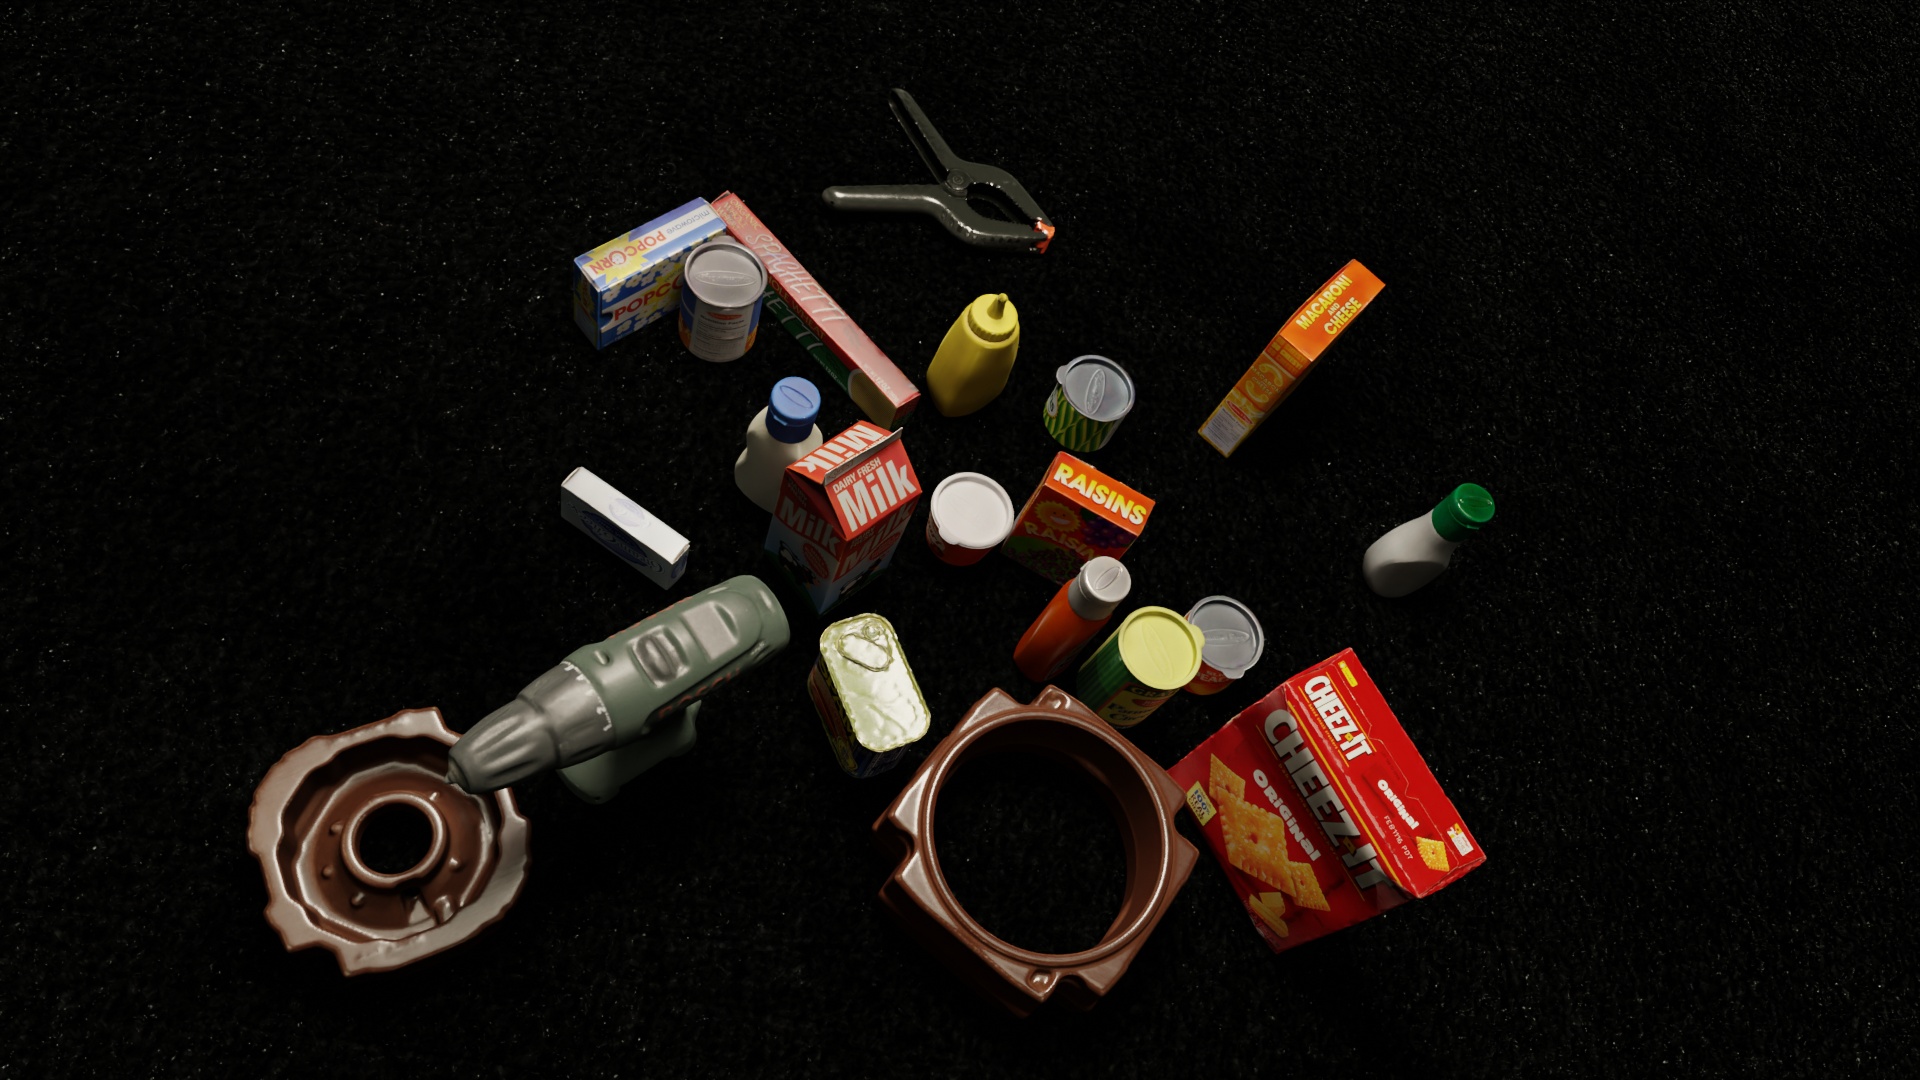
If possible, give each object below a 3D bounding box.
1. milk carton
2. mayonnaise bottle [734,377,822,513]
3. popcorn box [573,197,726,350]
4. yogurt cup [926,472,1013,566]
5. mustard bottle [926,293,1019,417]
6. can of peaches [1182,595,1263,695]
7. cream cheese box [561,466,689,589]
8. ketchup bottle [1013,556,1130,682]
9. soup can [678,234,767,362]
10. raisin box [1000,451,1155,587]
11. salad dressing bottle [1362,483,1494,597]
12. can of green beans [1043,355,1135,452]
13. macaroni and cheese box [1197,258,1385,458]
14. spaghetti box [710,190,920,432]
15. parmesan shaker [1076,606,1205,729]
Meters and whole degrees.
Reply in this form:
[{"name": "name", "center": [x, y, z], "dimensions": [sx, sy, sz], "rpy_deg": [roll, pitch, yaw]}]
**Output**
[{"name": "milk carton", "center": [-0.087, -0.021, 1.029], "dimensions": [0.072, 0.189, 0.073], "rpy_deg": [-35, 78, -27]}, {"name": "mayonnaise bottle", "center": [-0.136, -0.072, 1.065], "dimensions": [0.065, 0.147, 0.041], "rpy_deg": [34, 60, 2]}, {"name": "popcorn box", "center": [-0.255, -0.219, 1.142], "dimensions": [0.127, 0.084, 0.038], "rpy_deg": [-35, 78, -28]}, {"name": "yogurt cup", "center": [0.004, -0.014, 1.130], "dimensions": [0.072, 0.053, 0.072], "rpy_deg": [6, 63, -13]}, {"name": "mustard bottle", "center": [0.017, -0.160, 1.146], "dimensions": [0.065, 0.159, 0.049], "rpy_deg": [-21, 72, -24]}, {"name": "can of peaches", "center": [0.205, 0.089, 1.132], "dimensions": [0.071, 0.057, 0.071], "rpy_deg": [6, 63, -13]}, {"name": "cream cheese box", "center": [-0.255, -0.008, 1.054], "dimensions": [0.104, 0.053, 0.024], "rpy_deg": [35, 60, 3]}, {"name": "ketchup bottle", "center": [0.087, 0.058, 1.062], "dimensions": [0.043, 0.148, 0.065], "rpy_deg": [45, 61, 9]}, {"name": "soup can", "center": [-0.198, -0.199, 1.148], "dimensions": [0.071, 0.083, 0.071], "rpy_deg": [6, 63, -13]}, {"name": "raisin box", "center": [0.092, -0.011, 1.113], "dimensions": [0.086, 0.122, 0.040], "rpy_deg": [29, 60, 0]}, {"name": "salad dressing bottle", "center": [0.397, 0.001, 1.180], "dimensions": [0.064, 0.147, 0.044], "rpy_deg": [7, 63, -12]}, {"name": "can of green beans", "center": [0.111, -0.119, 1.210], "dimensions": [0.071, 0.057, 0.071], "rpy_deg": [6, 63, -13]}, {"name": "macaroni and cheese box", "center": [0.287, -0.157, 1.217], "dimensions": [0.040, 0.165, 0.124], "rpy_deg": [43, 61, 7]}, {"name": "spaghetti box", "center": [-0.130, -0.195, 1.185], "dimensions": [0.029, 0.050, 0.250], "rpy_deg": [-37, 79, -28]}, {"name": "parmesan shaker", "center": [0.139, 0.101, 1.082], "dimensions": [0.071, 0.102, 0.071], "rpy_deg": [6, 63, -13]}]
